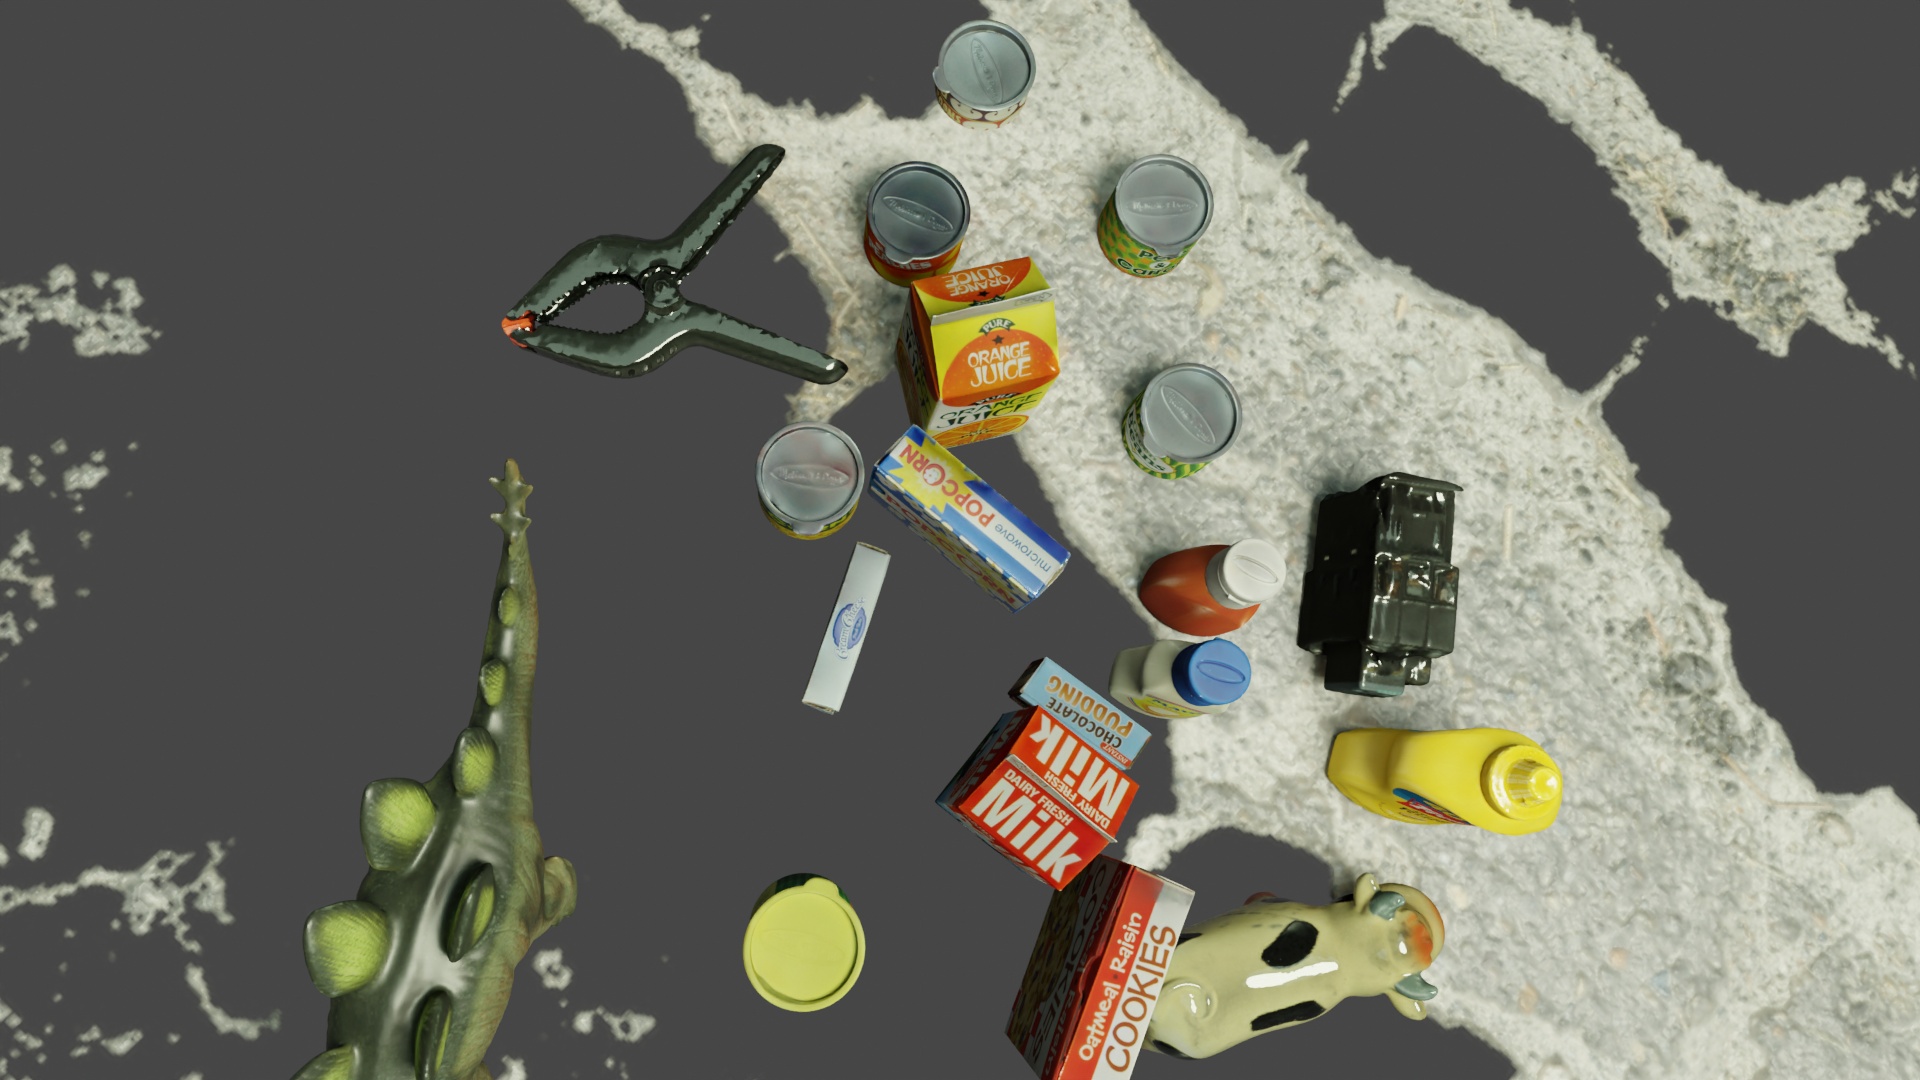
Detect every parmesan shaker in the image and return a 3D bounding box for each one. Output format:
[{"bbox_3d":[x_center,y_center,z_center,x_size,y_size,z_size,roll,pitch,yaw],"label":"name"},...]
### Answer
[{"bbox_3d":[-0.090,0.227,0.805,0.071,0.103,0.071,1,81,-7],"label":"parmesan shaker"}]

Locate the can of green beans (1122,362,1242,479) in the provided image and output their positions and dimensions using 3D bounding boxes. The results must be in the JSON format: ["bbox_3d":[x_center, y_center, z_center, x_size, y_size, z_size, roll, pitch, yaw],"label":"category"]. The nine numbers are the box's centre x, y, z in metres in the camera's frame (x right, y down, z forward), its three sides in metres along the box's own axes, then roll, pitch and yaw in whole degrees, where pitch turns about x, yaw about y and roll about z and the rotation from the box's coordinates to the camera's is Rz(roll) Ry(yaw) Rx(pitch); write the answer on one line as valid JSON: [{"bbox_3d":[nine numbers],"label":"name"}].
[{"bbox_3d":[0.143,-0.077,0.906,0.071,0.057,0.071,1,81,-7],"label":"can of green beans"}]

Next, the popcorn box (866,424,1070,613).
[{"bbox_3d":[0.003,-0.011,0.865,0.127,0.085,0.038,40,79,1],"label":"popcorn box"}]

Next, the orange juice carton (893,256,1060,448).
[{"bbox_3d":[0.008,-0.112,0.827,0.072,0.192,0.073,-13,83,-8],"label":"orange juice carton"}]

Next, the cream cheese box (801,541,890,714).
[{"bbox_3d":[-0.071,0.056,0.861,0.024,0.053,0.104,19,79,-3],"label":"cream cheese box"}]

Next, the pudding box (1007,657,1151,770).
[{"bbox_3d":[0.074,0.109,0.871,0.084,0.049,0.030,36,79,0],"label":"pudding box"}]

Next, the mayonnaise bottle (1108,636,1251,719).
[{"bbox_3d":[0.134,0.083,0.833,0.065,0.148,0.041,17,80,-4],"label":"mayonnaise bottle"}]

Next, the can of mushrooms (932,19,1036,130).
[{"bbox_3d":[0.014,-0.314,0.942,0.071,0.033,0.071,1,81,-7],"label":"can of mushrooms"}]

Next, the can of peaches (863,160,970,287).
[{"bbox_3d":[-0.031,-0.203,0.906,0.071,0.058,0.071,1,81,-7],"label":"can of peaches"}]

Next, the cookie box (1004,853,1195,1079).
[{"bbox_3d":[0.073,0.242,0.790,0.040,0.167,0.123,22,79,-3],"label":"cookie box"}]

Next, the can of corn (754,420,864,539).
[{"bbox_3d":[-0.095,-0.034,0.870,0.071,0.058,0.071,1,81,-7],"label":"can of corn"}]

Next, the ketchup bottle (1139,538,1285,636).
[{"bbox_3d":[0.155,0.028,0.844,0.065,0.148,0.043,27,79,-2],"label":"ketchup bottle"}]

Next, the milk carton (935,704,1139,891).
[{"bbox_3d":[0.042,0.144,0.790,0.072,0.190,0.073,39,79,0],"label":"milk carton"}]

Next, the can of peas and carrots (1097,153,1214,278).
[{"bbox_3d":[0.129,-0.213,0.926,0.071,0.058,0.071,1,81,-7],"label":"can of peas and carrots"}]
